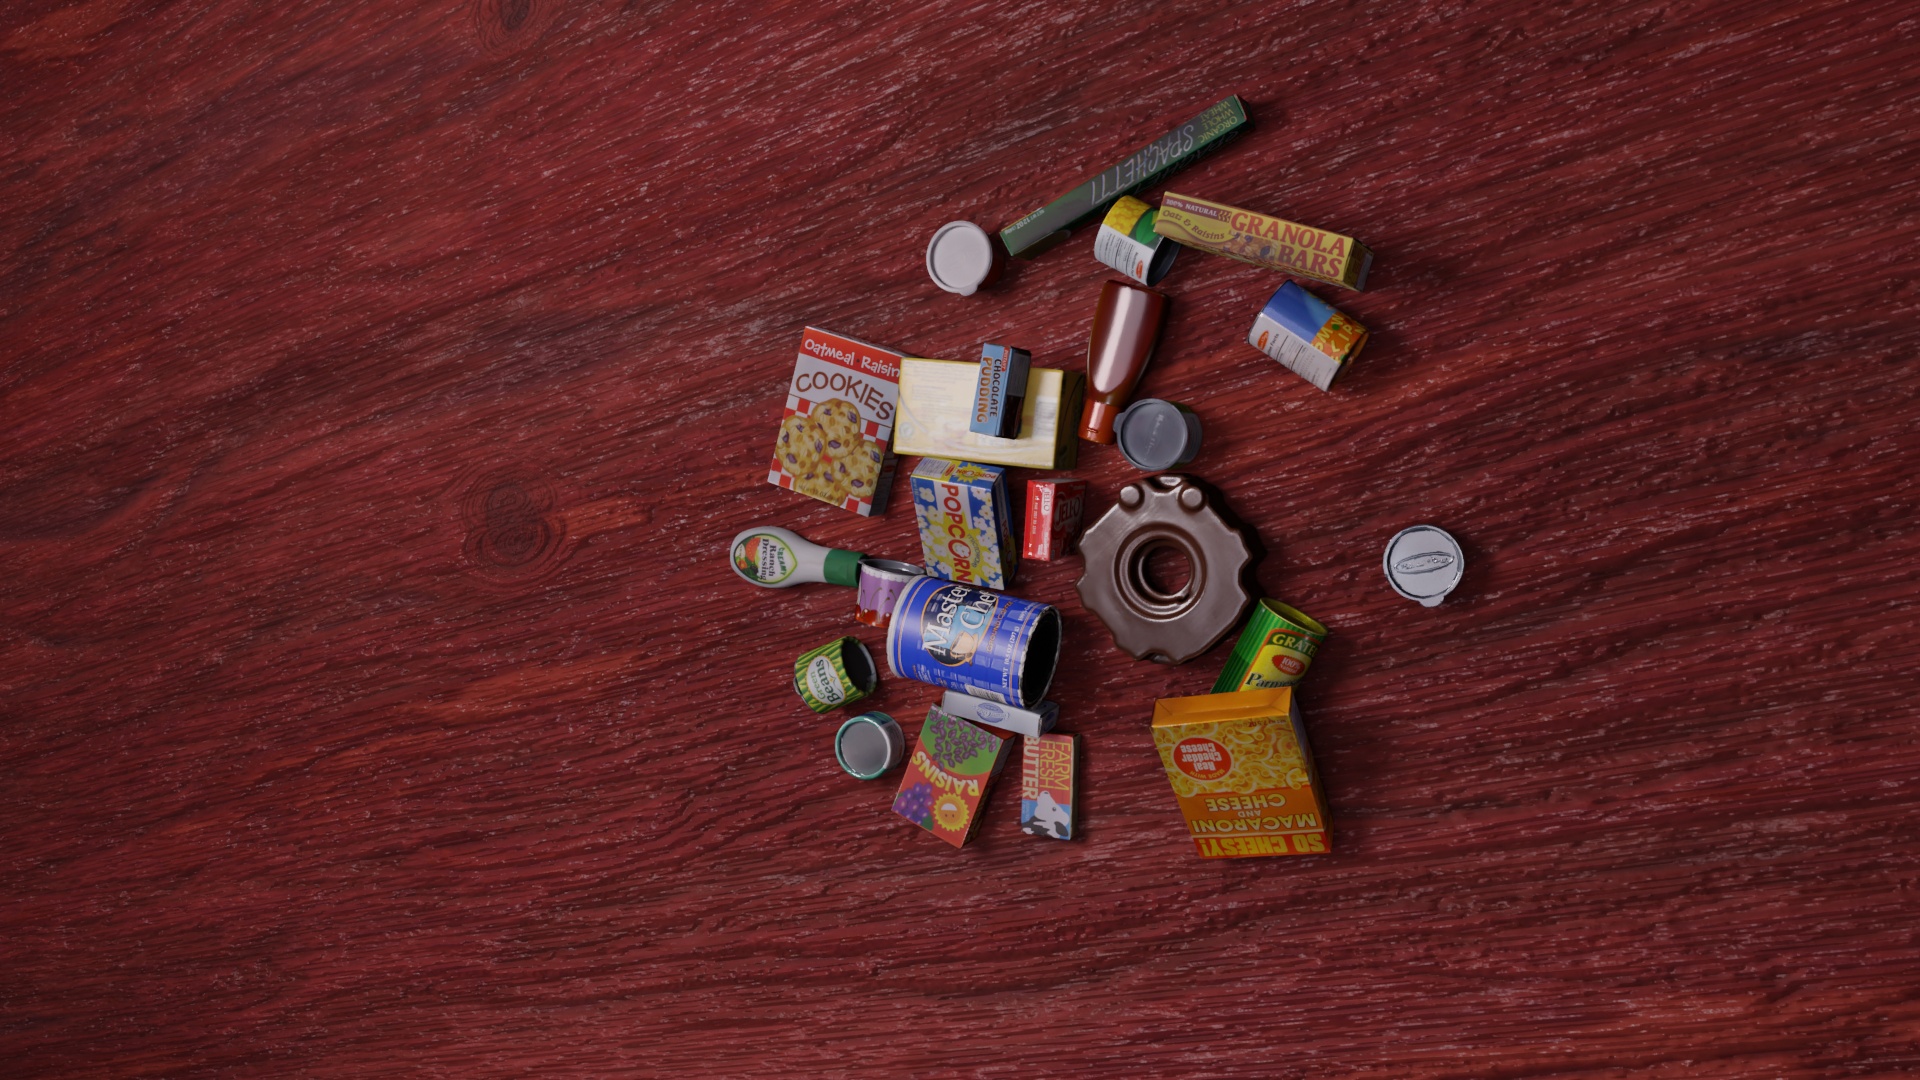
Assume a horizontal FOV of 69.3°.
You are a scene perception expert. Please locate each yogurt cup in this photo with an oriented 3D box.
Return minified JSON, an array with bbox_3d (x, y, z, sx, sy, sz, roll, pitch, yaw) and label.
[{"bbox_3d":[0.008,-0.271,1.342,0.072,0.054,0.072,2,94,23],"label":"yogurt cup"}]

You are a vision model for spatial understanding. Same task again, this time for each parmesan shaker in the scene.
[{"bbox_3d":[0.278,0.112,1.245,0.071,0.071,0.102,30,105,19],"label":"parmesan shaker"}]

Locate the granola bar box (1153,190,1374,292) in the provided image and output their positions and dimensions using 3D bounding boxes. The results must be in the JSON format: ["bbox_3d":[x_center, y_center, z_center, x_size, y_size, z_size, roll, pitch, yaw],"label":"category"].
[{"bbox_3d":[0.263,-0.257,1.195,0.166,0.124,0.039,20,103,21],"label":"granola bar box"}]

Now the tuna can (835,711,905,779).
[{"bbox_3d":[-0.096,0.211,1.428,0.071,0.033,0.071,2,94,23],"label":"tuna can"}]

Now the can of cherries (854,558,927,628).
[{"bbox_3d":[-0.073,0.053,1.390,0.071,0.071,0.058,13,100,22],"label":"can of cherries"}]

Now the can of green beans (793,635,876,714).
[{"bbox_3d":[-0.127,0.137,1.419,0.057,0.071,0.071,-24,84,23],"label":"can of green beans"}]

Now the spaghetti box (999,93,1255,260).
[{"bbox_3d":[0.153,-0.331,1.278,0.249,0.050,0.028,-26,85,22],"label":"spaghetti box"}]

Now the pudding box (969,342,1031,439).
[{"bbox_3d":[0.037,-0.136,1.266,0.030,0.050,0.083,12,96,24],"label":"pudding box"}]

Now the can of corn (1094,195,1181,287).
[{"bbox_3d":[0.165,-0.275,1.270,0.058,0.071,0.071,32,105,19],"label":"can of corn"}]

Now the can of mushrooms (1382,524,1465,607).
[{"bbox_3d":[0.402,0.021,1.202,0.071,0.033,0.071,1,94,23],"label":"can of mushrooms"}]

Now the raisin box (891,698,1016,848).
[{"bbox_3d":[-0.007,0.232,1.388,0.086,0.040,0.123,24,101,19],"label":"raisin box"}]

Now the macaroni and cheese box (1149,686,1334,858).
[{"bbox_3d":[0.252,0.208,1.232,0.123,0.040,0.165,-9,122,24],"label":"macaroni and cheese box"}]

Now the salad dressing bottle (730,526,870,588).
[{"bbox_3d":[-0.165,0.021,1.440,0.147,0.044,0.064,7,98,23],"label":"salad dressing bottle"}]

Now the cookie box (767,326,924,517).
[{"bbox_3d":[-0.117,-0.122,1.413,0.123,0.040,0.167,19,102,21],"label":"cookie box"}]

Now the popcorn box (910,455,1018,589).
[{"bbox_3d":[0.005,-0.017,1.334,0.085,0.038,0.126,10,132,22],"label":"popcorn box"}]

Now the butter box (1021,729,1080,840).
[{"bbox_3d":[0.088,0.236,1.355,0.053,0.024,0.103,3,95,23],"label":"butter box"}]

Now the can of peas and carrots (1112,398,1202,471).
[{"bbox_3d":[0.181,-0.097,1.276,0.071,0.059,0.071,2,94,24],"label":"can of peas and carrots"}]

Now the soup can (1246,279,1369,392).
[{"bbox_3d":[0.306,-0.181,1.215,0.084,0.071,0.071,36,107,16],"label":"soup can"}]

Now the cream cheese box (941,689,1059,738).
[{"bbox_3d":[0.039,0.164,1.356,0.104,0.053,0.024,12,102,22],"label":"cream cheese box"}]

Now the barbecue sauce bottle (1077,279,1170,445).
[{"bbox_3d":[0.146,-0.164,1.295,0.065,0.044,0.148,19,101,21],"label":"barbecue sauce bottle"}]
